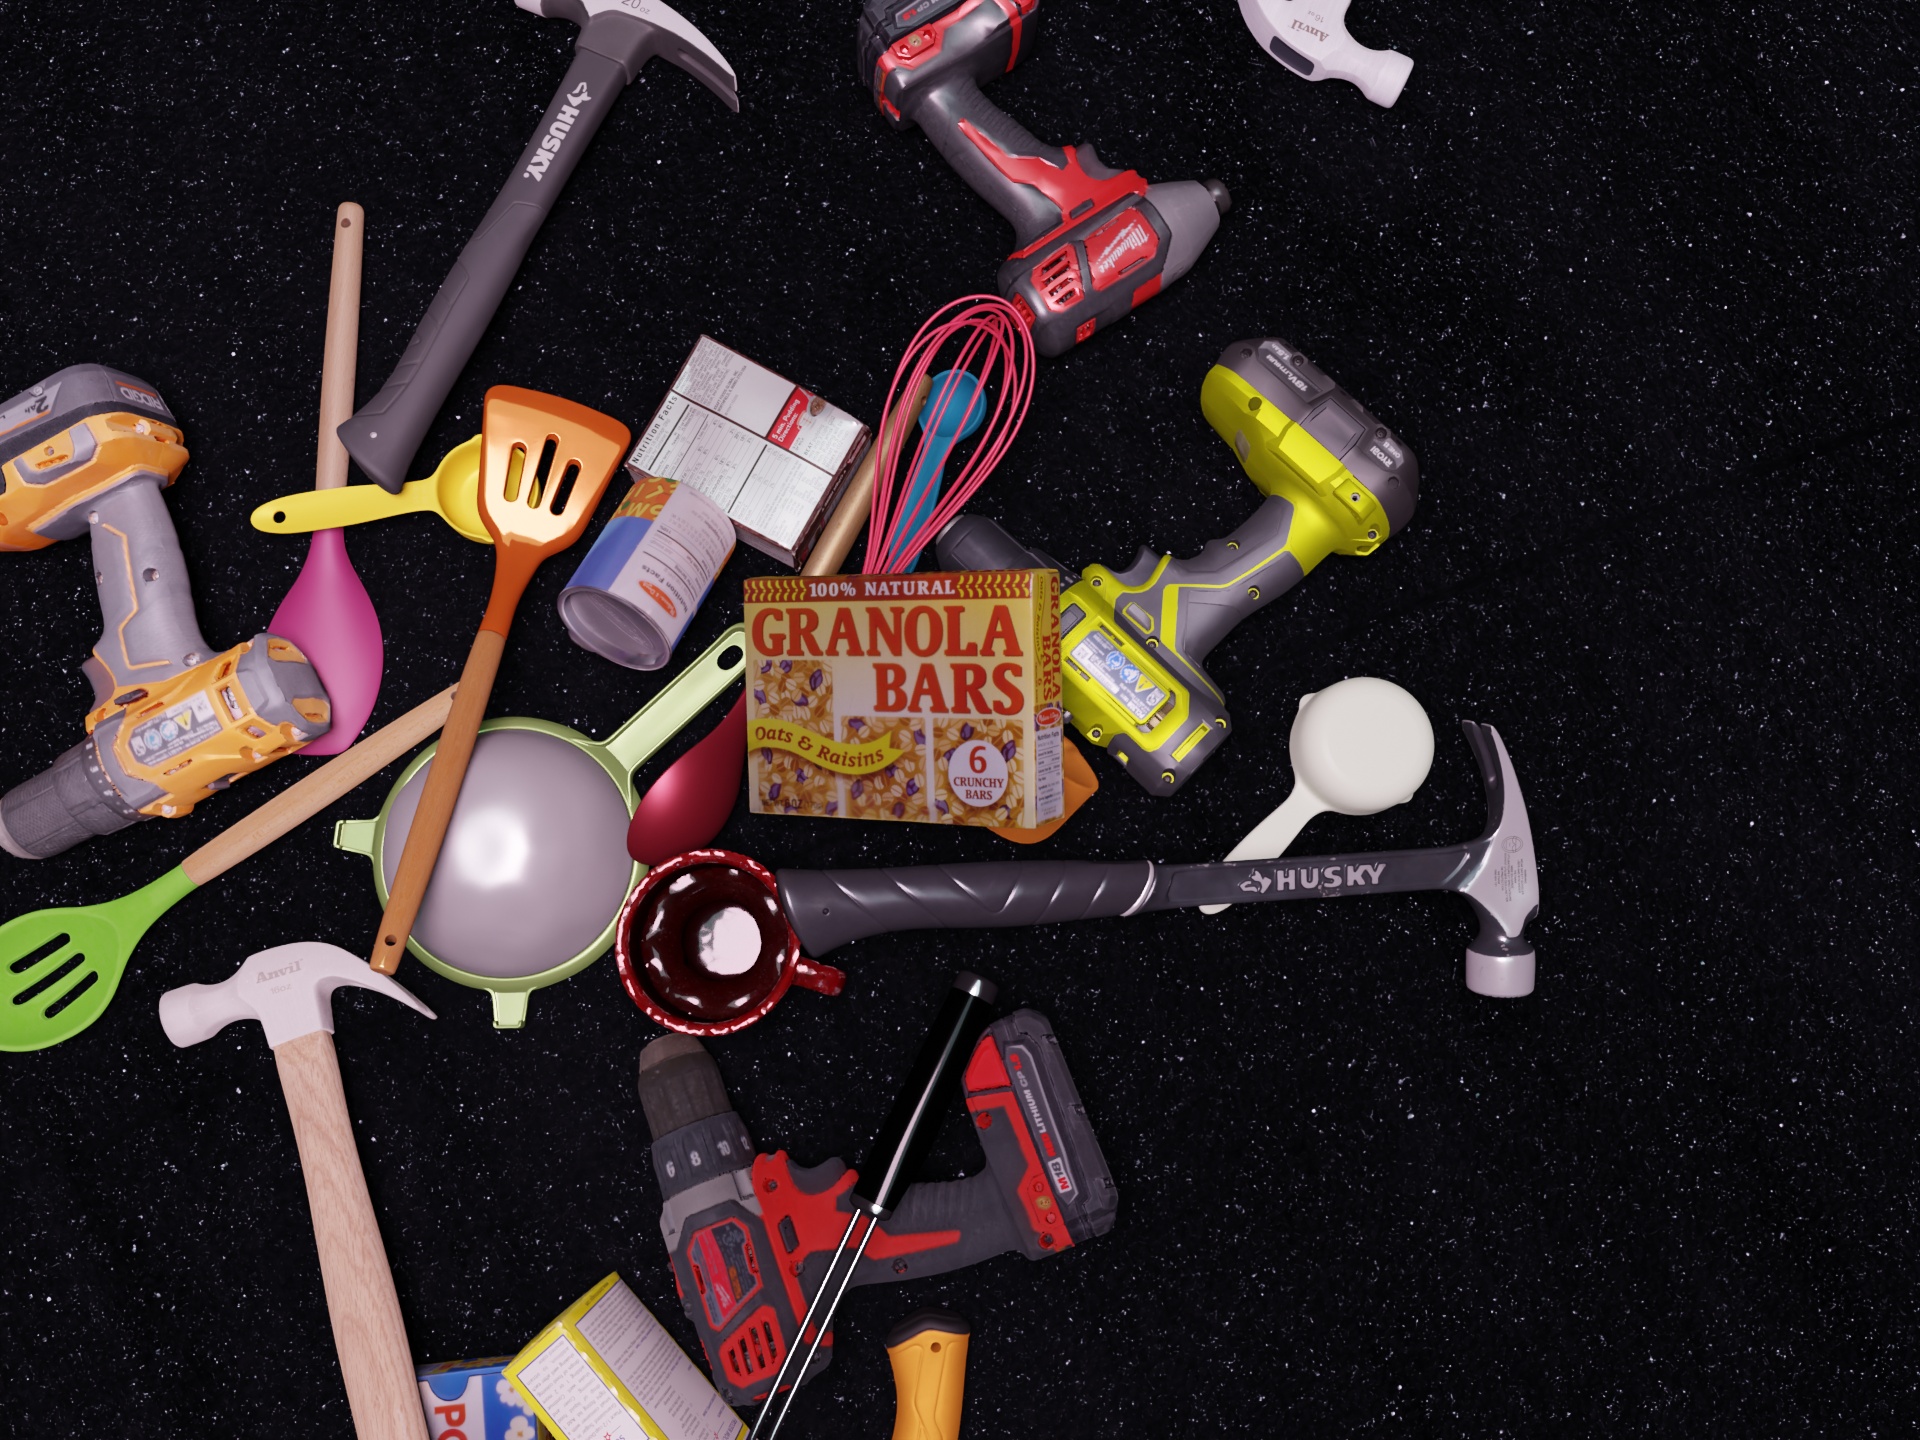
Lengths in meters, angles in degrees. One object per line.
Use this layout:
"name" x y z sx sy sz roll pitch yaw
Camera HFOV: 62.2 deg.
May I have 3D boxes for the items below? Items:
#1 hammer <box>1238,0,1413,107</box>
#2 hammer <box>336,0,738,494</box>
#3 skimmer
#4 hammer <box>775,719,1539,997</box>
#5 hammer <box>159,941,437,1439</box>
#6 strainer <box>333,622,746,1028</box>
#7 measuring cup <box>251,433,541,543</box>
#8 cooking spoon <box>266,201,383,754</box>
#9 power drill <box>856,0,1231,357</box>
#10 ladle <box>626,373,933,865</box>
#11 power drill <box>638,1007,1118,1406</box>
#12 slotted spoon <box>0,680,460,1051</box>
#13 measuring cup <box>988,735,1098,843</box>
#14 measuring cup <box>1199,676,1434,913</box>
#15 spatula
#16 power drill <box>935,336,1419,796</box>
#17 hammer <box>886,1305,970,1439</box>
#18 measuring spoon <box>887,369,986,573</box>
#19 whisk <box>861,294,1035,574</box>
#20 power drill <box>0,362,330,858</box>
"hammer" 0.267 -0.538 0.967 0.128 0.033 0.331 25 81 1
"hammer" -0.250 -0.275 0.897 0.146 0.035 0.335 23 76 2
"skimmer" -0.078 0.272 0.718 0.127 0.090 0.363 19 73 28
"hammer" 0.110 0.080 0.818 0.409 0.036 0.149 -2 96 -12
"hammer" -0.305 0.270 0.805 0.130 0.031 0.331 -20 72 -5
"strainer" -0.206 0.033 0.849 0.256 0.069 0.151 -42 85 -5
"measuring cup" -0.312 -0.120 0.888 0.156 0.029 0.062 -8 83 -4
"cooking spoon" -0.355 -0.139 0.897 0.068 0.017 0.319 1 82 -2
"power drill" 0.048 -0.331 0.911 0.143 0.078 0.220 -33 86 -6
"ladle" -0.090 -0.058 0.873 0.031 0.069 0.315 22 78 25
"power drill" -0.049 0.222 0.821 0.226 0.080 0.188 -22 72 -2
"slotted spoon" -0.393 0.070 0.861 0.314 0.031 0.070 -35 89 -8
"measuring cup" -0.001 -0.003 0.867 0.052 0.095 0.174 -50 62 13
"measuring cup" 0.192 0.044 0.874 0.083 0.038 0.167 45 81 5
"spatula" -0.250 -0.026 0.825 0.081 0.041 0.323 17 64 -14
"power drill" 0.118 -0.098 0.876 0.228 0.080 0.190 -45 80 -5
"hammer" -0.030 0.474 0.806 0.127 0.034 0.337 9 81 1
"measuring spoon" -0.015 -0.136 0.909 0.042 0.021 0.128 18 90 27
"whisk" -0.039 -0.087 0.851 0.073 0.073 0.296 25 100 2
"power drill" -0.466 -0.050 0.851 0.185 0.084 0.226 -28 88 4
